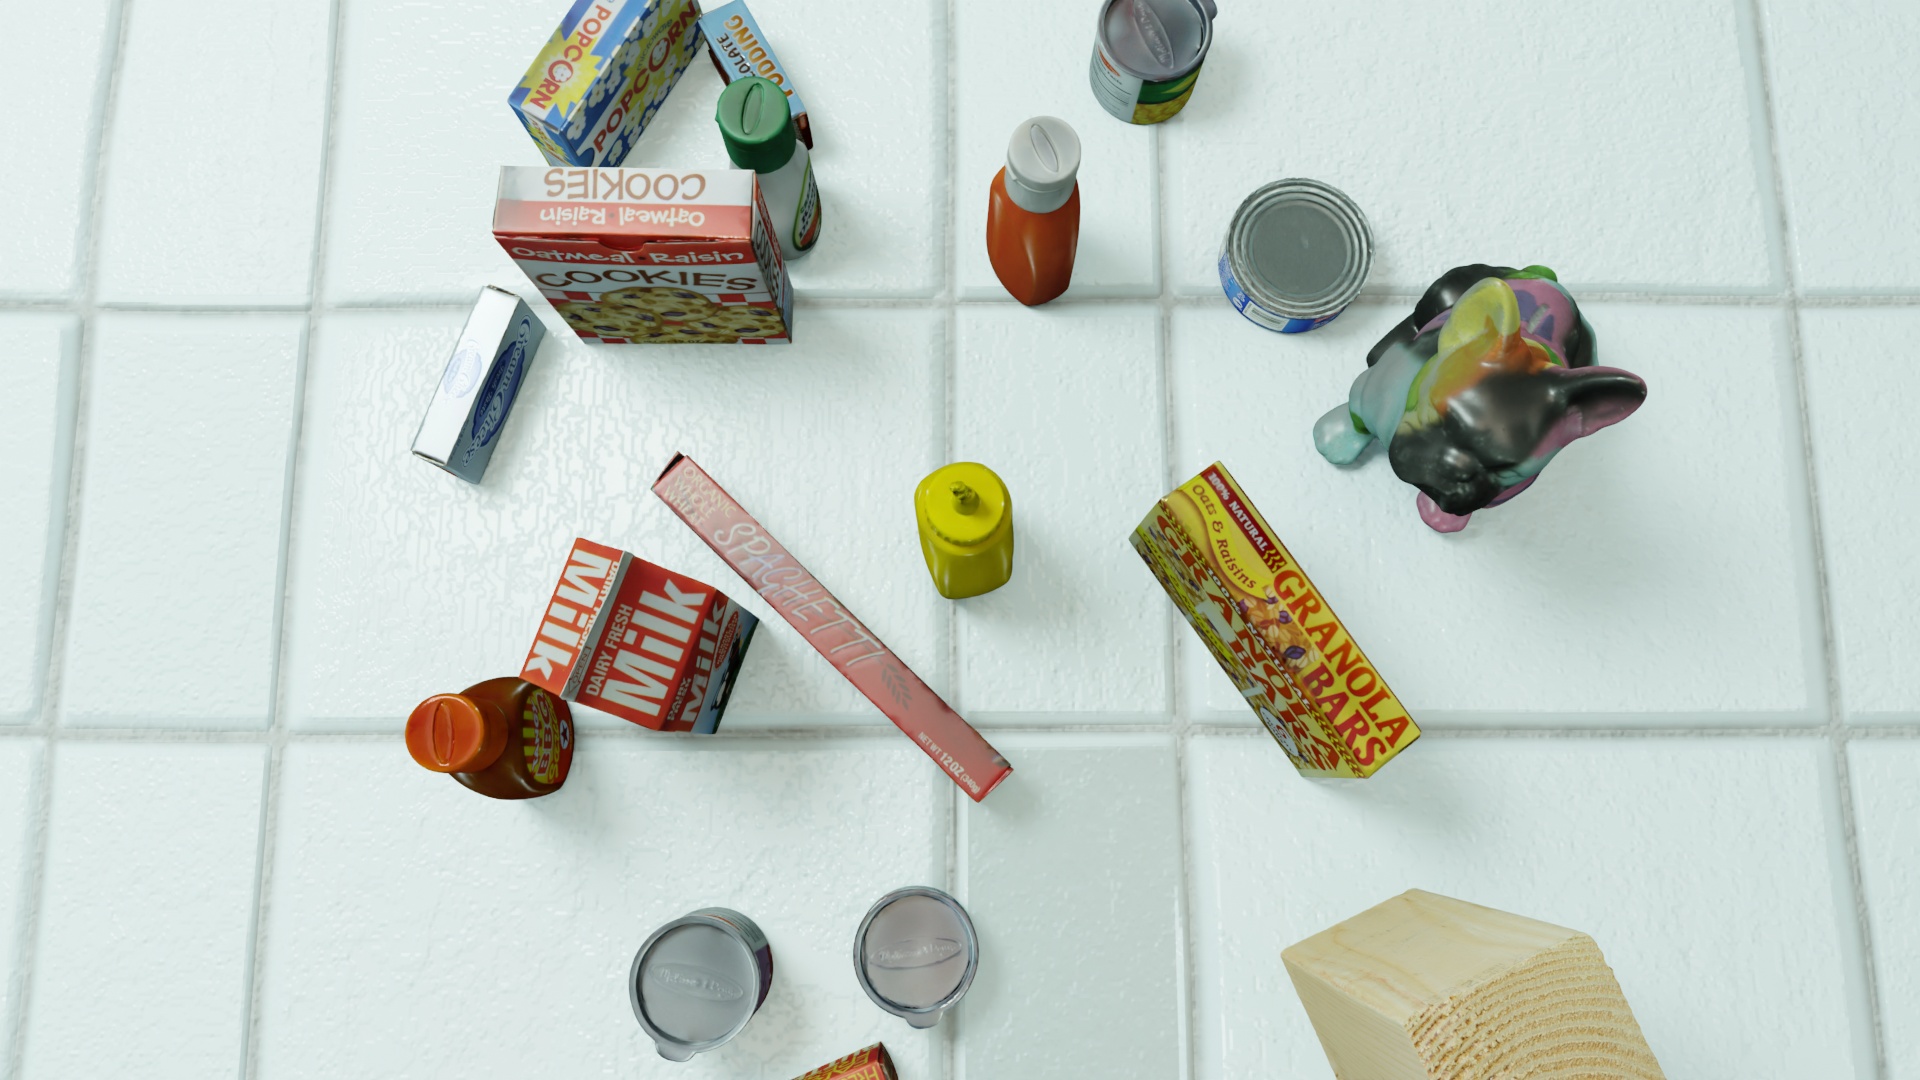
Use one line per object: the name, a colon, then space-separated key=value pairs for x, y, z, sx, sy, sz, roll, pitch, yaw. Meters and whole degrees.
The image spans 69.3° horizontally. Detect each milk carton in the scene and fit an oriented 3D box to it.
milk carton: x=-0.158 y=0.050 z=0.688 sx=0.073 sy=0.190 sz=0.072 roll=20 pitch=81 yaw=3

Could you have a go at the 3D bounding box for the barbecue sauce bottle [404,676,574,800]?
barbecue sauce bottle: x=-0.235 y=0.099 z=0.700 sx=0.044 sy=0.148 sz=0.065 roll=-4 pitch=81 yaw=-1

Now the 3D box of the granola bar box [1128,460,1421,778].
granola bar box: x=0.159 y=0.045 z=0.727 sx=0.039 sy=0.124 sz=0.165 roll=-34 pitch=82 yaw=-6

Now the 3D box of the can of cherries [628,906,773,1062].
can of cherries: x=-0.135 y=0.229 z=0.724 sx=0.071 sy=0.058 sz=0.071 roll=0 pitch=80 yaw=-1

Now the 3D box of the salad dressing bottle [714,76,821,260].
salad dressing bottle: x=-0.104 y=-0.200 z=0.755 sx=0.044 sy=0.147 sz=0.064 roll=10 pitch=81 yaw=1

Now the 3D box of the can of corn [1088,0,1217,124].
can of corn: x=0.113 y=-0.289 z=0.819 sx=0.071 sy=0.058 sz=0.071 roll=0 pitch=80 yaw=-1

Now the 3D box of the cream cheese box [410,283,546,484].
cream cheese box: x=-0.269 y=-0.087 z=0.780 sx=0.024 sy=0.053 sz=0.104 roll=20 pitch=80 yaw=3

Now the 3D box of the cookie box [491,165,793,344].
cookie box: x=-0.159 y=-0.145 z=0.734 sx=0.123 sy=0.167 sz=0.040 roll=0 pitch=81 yaw=-1

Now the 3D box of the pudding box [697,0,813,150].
pudding box: x=-0.120 y=-0.269 z=0.816 sx=0.030 sy=0.049 sz=0.084 roll=-29 pitch=82 yaw=-5

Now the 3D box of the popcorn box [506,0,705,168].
popcorn box: x=-0.199 y=-0.273 z=0.798 sx=0.038 sy=0.085 sz=0.127 roll=30 pitch=81 yaw=4

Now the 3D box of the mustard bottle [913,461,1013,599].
mustard bottle: x=0.003 y=-0.009 z=0.716 sx=0.049 sy=0.160 sz=0.065 roll=-15 pitch=81 yaw=-3

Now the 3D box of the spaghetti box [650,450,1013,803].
spaghetti box: x=-0.071 y=0.048 z=0.761 sx=0.250 sy=0.050 sz=0.029 roll=43 pitch=83 yaw=6

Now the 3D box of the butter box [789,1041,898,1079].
butter box: x=-0.083 y=0.293 z=0.716 sx=0.103 sy=0.053 sz=0.024 roll=-22 pitch=81 yaw=-4

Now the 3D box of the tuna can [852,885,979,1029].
tuna can: x=-0.023 y=0.220 z=0.740 sx=0.071 sy=0.032 sz=0.071 roll=0 pitch=80 yaw=-1

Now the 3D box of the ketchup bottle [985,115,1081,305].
ketchup bottle: x=0.040 y=-0.179 z=0.753 sx=0.043 sy=0.148 sz=0.065 roll=-24 pitch=82 yaw=-4
